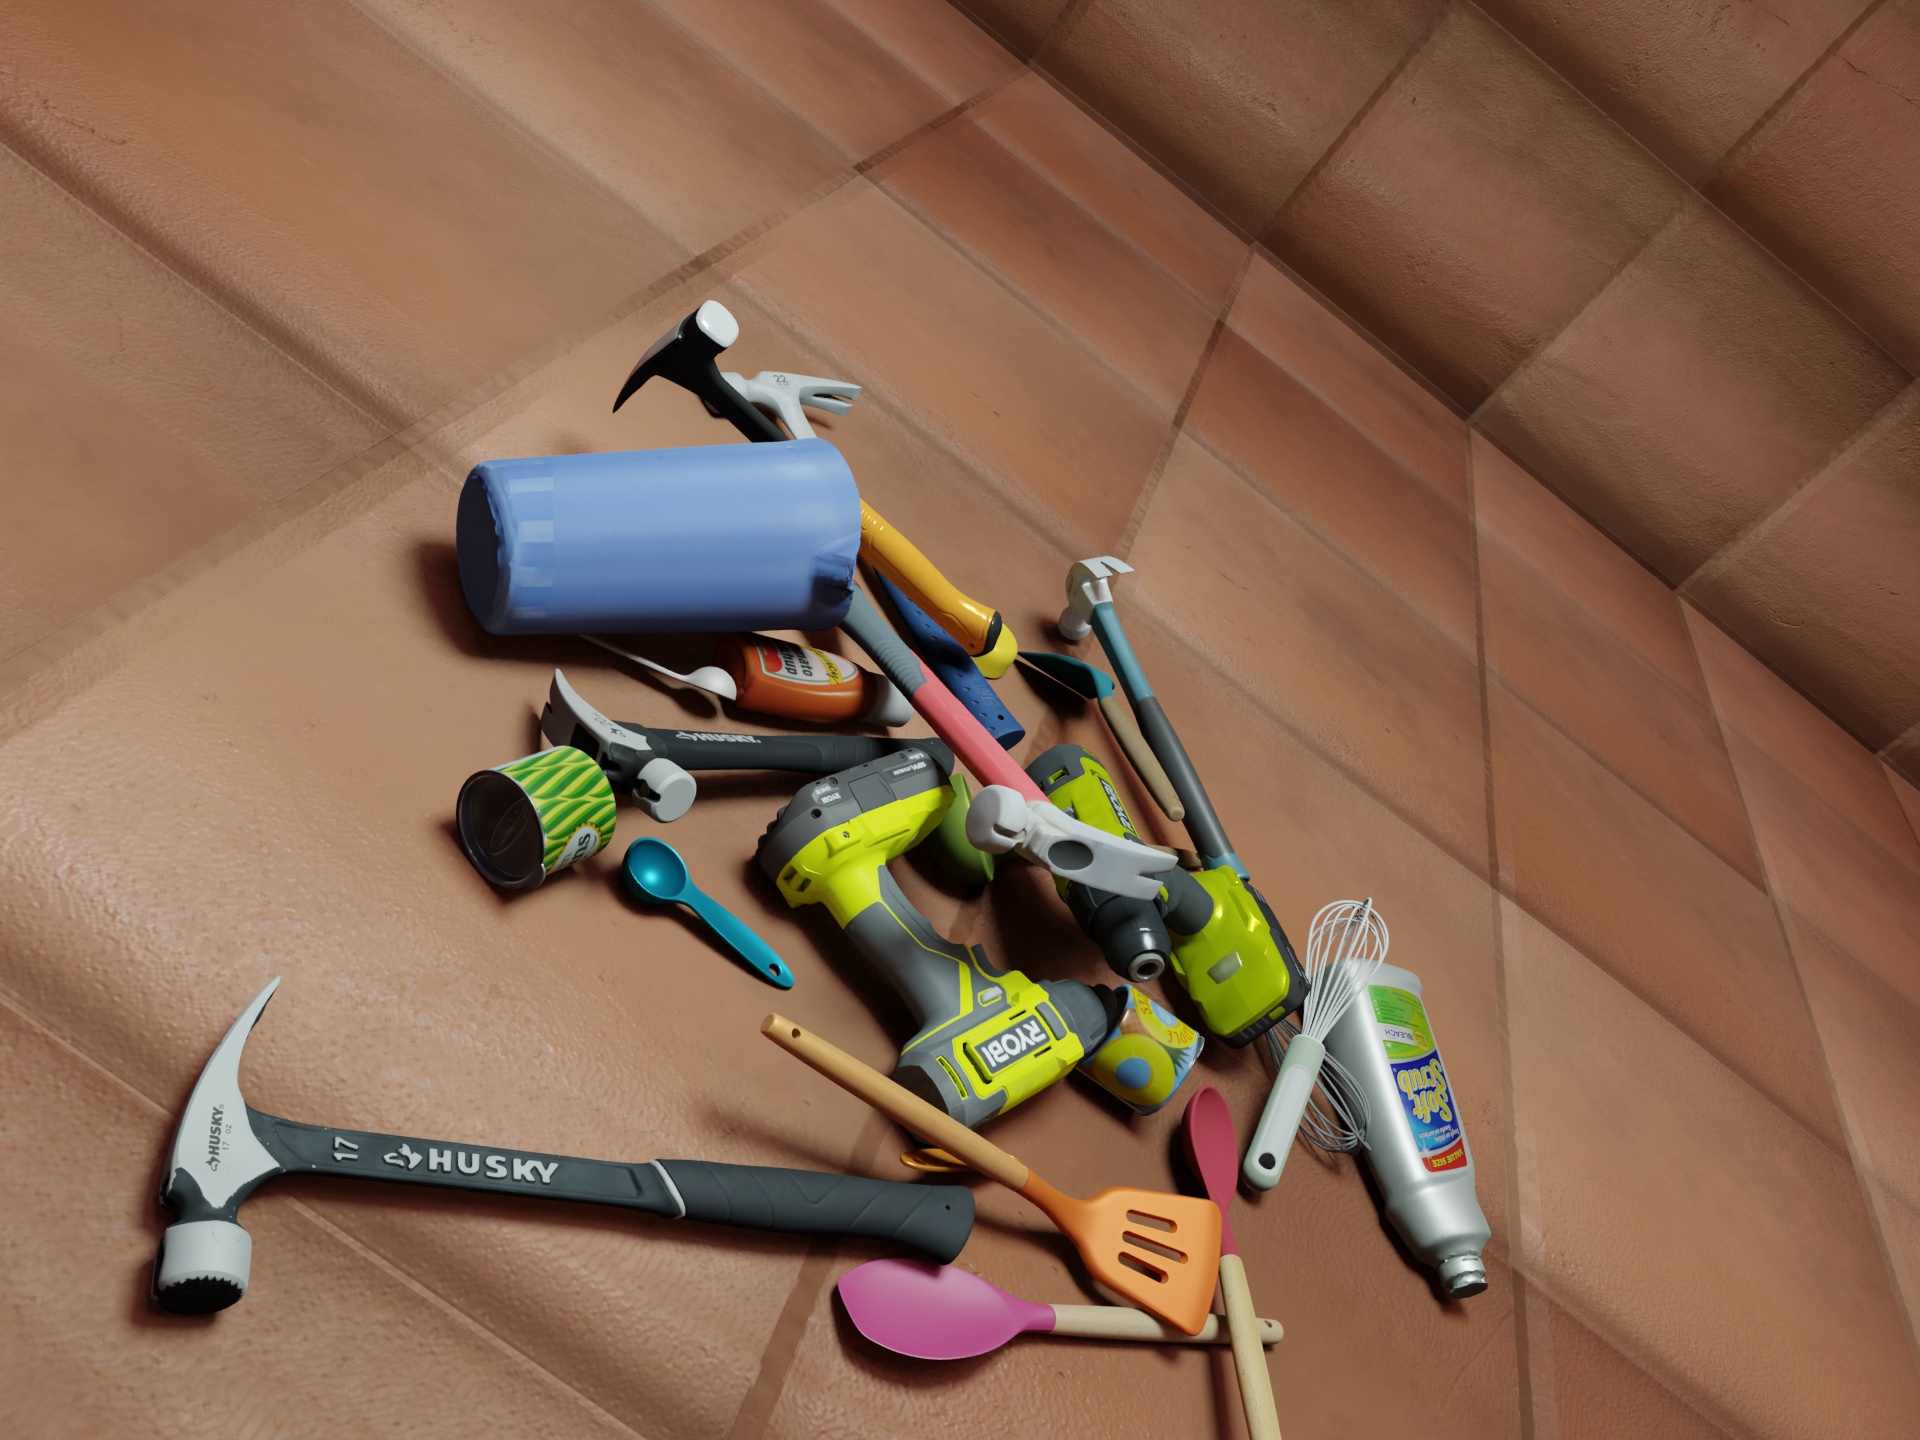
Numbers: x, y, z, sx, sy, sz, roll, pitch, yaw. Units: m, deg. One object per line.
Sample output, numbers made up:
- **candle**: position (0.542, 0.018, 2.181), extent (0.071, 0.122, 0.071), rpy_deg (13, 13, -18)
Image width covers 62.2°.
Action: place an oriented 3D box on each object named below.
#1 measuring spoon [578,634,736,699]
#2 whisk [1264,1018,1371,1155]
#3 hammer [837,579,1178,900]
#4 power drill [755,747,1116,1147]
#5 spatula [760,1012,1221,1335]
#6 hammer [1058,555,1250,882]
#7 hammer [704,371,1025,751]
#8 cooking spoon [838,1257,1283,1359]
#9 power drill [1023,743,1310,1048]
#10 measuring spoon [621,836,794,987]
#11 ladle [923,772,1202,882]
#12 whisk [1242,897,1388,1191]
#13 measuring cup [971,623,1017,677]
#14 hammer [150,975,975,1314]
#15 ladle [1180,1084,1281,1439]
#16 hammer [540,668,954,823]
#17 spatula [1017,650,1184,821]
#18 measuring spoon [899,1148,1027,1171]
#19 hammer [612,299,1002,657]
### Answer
- **measuring spoon**: position (-0.204, -0.044, 1.051), extent (0.124, 0.018, 0.034), rpy_deg (23, -5, -13)
- **whisk**: position (0.230, 0.220, 1.181), extent (0.055, 0.055, 0.239), rpy_deg (6, 41, -43)
- **hammer**: position (-0.002, -0.003, 1.066), extent (0.143, 0.038, 0.387), rpy_deg (21, 16, -33)
- **power drill**: position (-0.011, 0.134, 0.987), extent (0.171, 0.080, 0.223), rpy_deg (-19, 67, -43)
- **spatula**: position (0.022, 0.241, 0.877), extent (0.322, 0.041, 0.081), rpy_deg (38, 50, -25)
- **hammer**: position (0.157, 0.000, 1.308), extent (0.033, 0.128, 0.331), rpy_deg (-13, 57, -15)
- **hammer**: position (-0.062, -0.141, 1.308), extent (0.144, 0.035, 0.406), rpy_deg (-11, 59, -41)
- **cooking spoon**: position (0.068, 0.336, 0.888), extent (0.318, 0.017, 0.069), rpy_deg (17, 19, -33)
- **power drill**: position (0.141, 0.134, 1.086), extent (0.228, 0.080, 0.191), rpy_deg (38, 19, -37)
- **measuring spoon**: position (-0.150, 0.119, 0.934), extent (0.128, 0.021, 0.042), rpy_deg (43, 31, -13)
- **ladle**: position (0.092, 0.090, 1.183), extent (0.320, 0.062, 0.078), rpy_deg (9, 57, -44)
- **whisk**: position (0.247, 0.222, 1.117), extent (0.058, 0.059, 0.246), rpy_deg (26, 55, 9)
- **measuring cup**: position (-0.006, -0.103, 1.338), extent (0.062, 0.029, 0.157), rpy_deg (-9, 58, -51)
- **hammer**: position (-0.163, 0.221, 0.769), extent (0.408, 0.036, 0.149), rpy_deg (17, 38, -32)
- **ladle**: position (0.165, 0.342, 0.941), extent (0.069, 0.031, 0.316), rpy_deg (54, 17, -28)
- **hammer**: position (-0.119, 0.019, 1.037), extent (0.146, 0.035, 0.334), rpy_deg (30, 16, 34)
- **spatula**: position (0.115, 0.008, 1.225), extent (0.082, 0.044, 0.318), rpy_deg (32, 15, -21)
- **measuring spoon**: position (0.001, 0.253, 0.902), extent (0.021, 0.011, 0.116), rpy_deg (26, 3, 38)
- **hammer**: position (-0.098, -0.158, 1.170), extent (0.336, 0.127, 0.034), rpy_deg (41, 50, -23)
